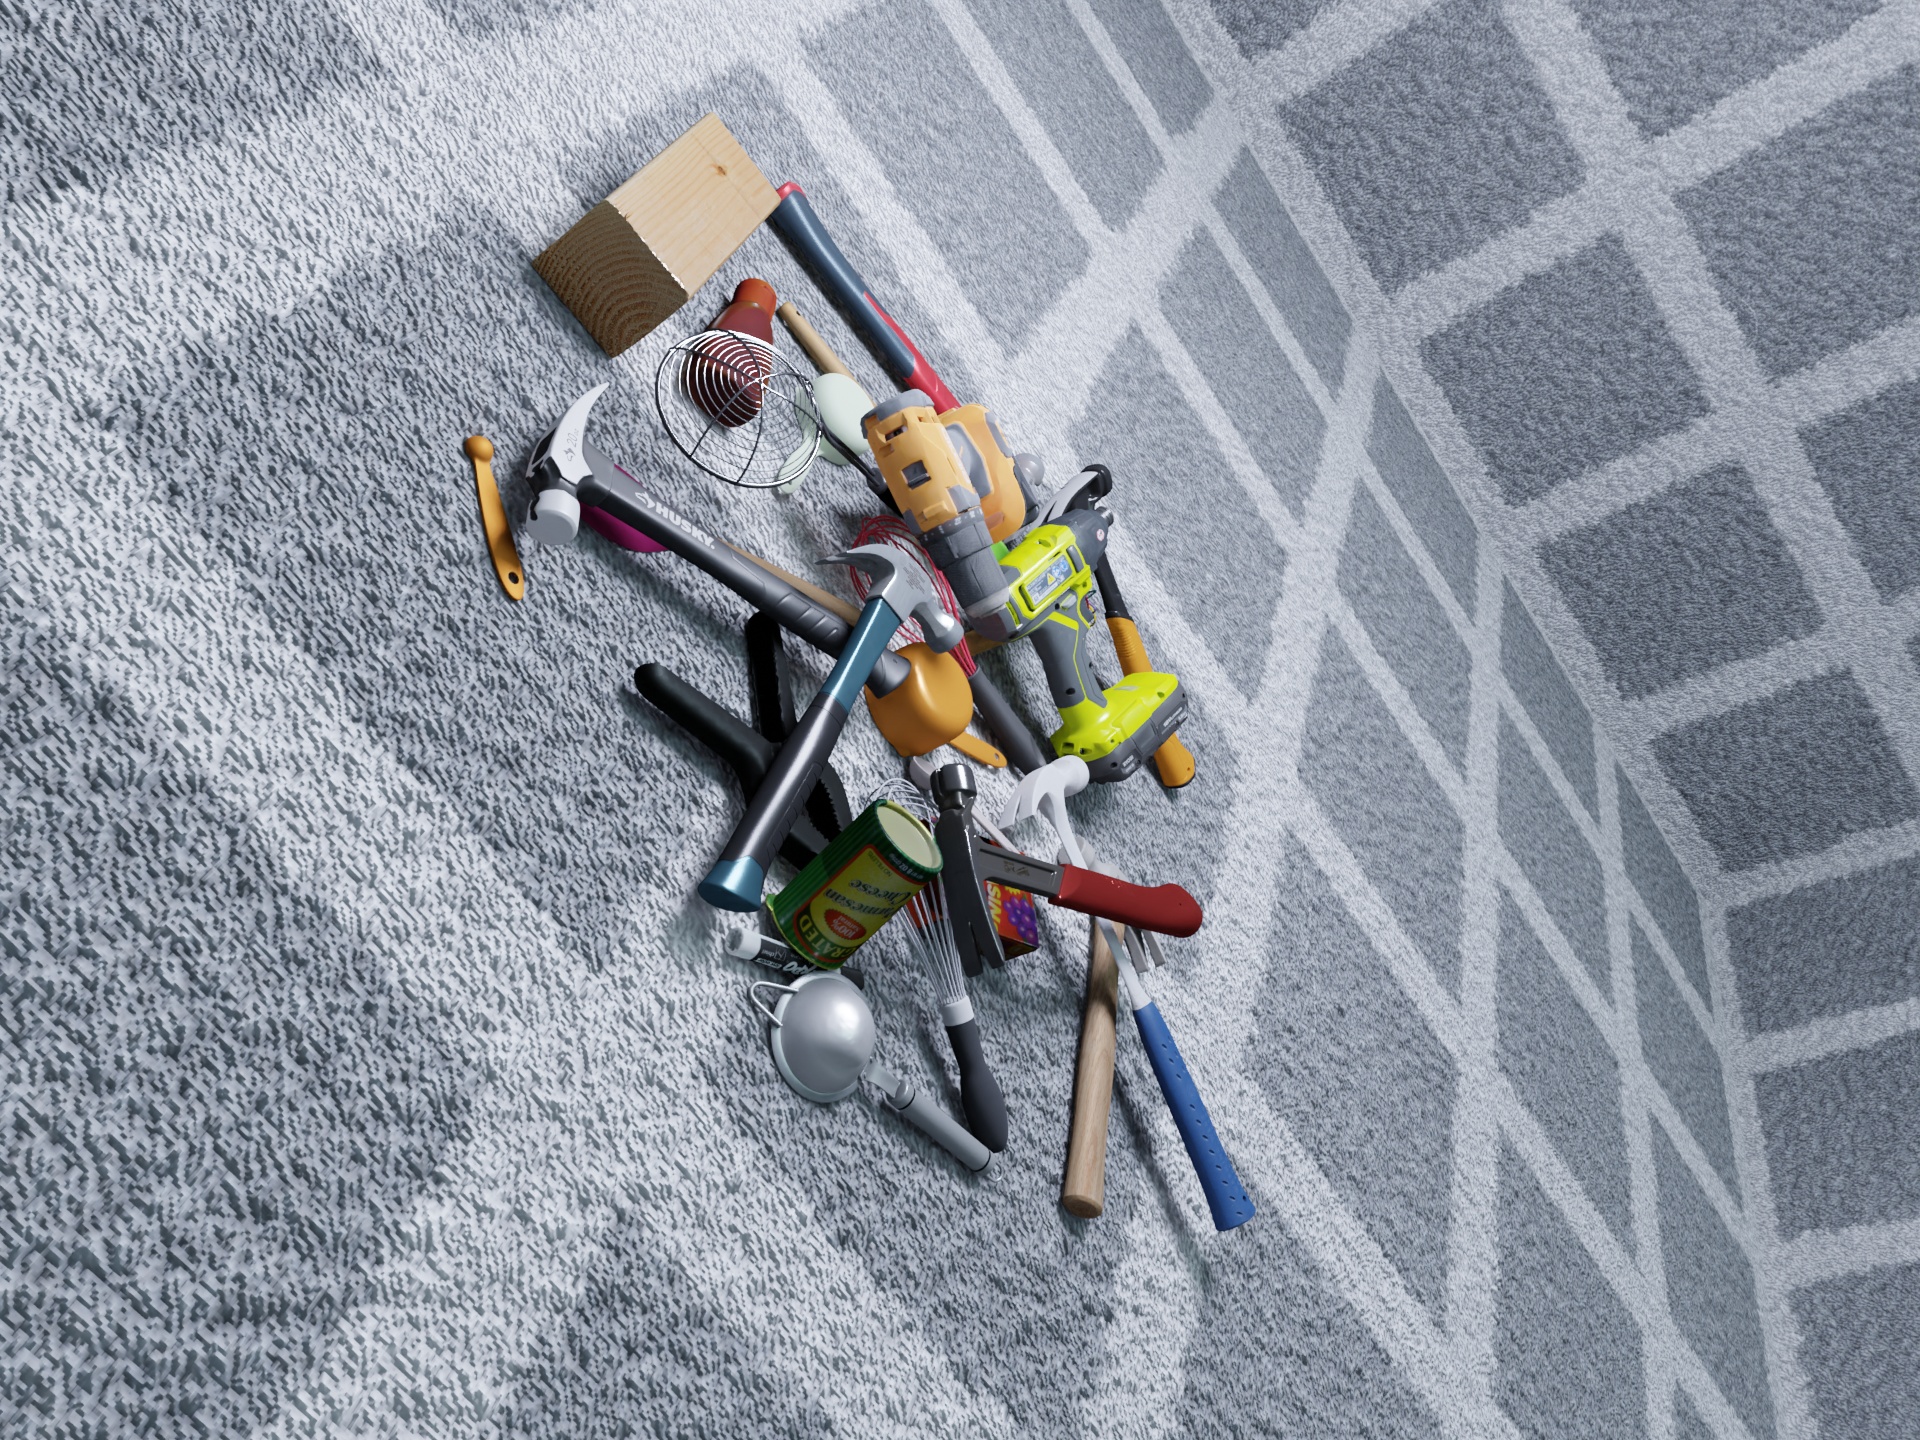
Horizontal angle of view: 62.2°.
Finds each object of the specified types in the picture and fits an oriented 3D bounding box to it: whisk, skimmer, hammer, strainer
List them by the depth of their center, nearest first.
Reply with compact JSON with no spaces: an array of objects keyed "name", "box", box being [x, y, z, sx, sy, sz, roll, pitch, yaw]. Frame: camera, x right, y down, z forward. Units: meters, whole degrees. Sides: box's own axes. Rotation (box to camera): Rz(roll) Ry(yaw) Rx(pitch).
[{"name":"strainer","box":[-0.044,0.250,1.085,0.258,0.050,0.087,47,51,-31]},{"name":"hammer","box":[-0.094,0.001,1.103,0.128,0.033,0.331,51,44,-28]},{"name":"hammer","box":[-0.159,-0.109,1.132,0.334,0.035,0.146,33,38,-36]},{"name":"whisk","box":[-0.011,0.178,1.147,0.070,0.070,0.284,-26,101,-59]},{"name":"hammer","box":[0.096,0.139,1.219,0.358,0.036,0.149,23,49,-53]},{"name":"skimmer","box":[-0.115,-0.202,1.269,0.363,0.090,0.127,30,45,-68]},{"name":"hammer","box":[0.142,0.227,1.311,0.144,0.035,0.405,-19,84,-63]},{"name":"hammer","box":[0.117,0.257,1.323,0.130,0.031,0.332,44,37,-29]},{"name":"whisk","box":[-0.004,-0.054,1.349,0.295,0.073,0.073,54,32,-28]},{"name":"whisk","box":[0.066,-0.090,1.491,0.245,0.051,0.047,-24,94,-56]},{"name":"hammer","box":[-0.054,-0.331,1.491,0.386,0.038,0.143,48,36,-24]},{"name":"hammer","box":[0.160,-0.075,1.555,0.127,0.034,0.336,-48,123,-45]}]

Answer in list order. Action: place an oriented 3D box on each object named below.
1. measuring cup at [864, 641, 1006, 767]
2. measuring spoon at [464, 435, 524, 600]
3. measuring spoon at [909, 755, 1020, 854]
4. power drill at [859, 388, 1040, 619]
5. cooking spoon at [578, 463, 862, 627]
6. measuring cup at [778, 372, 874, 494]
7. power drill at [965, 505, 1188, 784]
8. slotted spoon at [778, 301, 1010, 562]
[{"name":"measuring cup","box":[-0.002,-0.004,1.314,0.173,0.052,0.095,30,45,-40]},{"name":"measuring spoon","box":[-0.294,-0.131,1.014,0.021,0.011,0.117,3,66,-55]},{"name":"measuring spoon","box":[0.003,0.074,1.258,0.124,0.018,0.034,43,11,17]},{"name":"power drill","box":[0.003,-0.180,1.322,0.185,0.084,0.226,63,16,-3]},{"name":"cooking spoon","box":[-0.169,-0.122,1.186,0.318,0.017,0.069,25,48,-45]},{"name":"measuring cup","box":[-0.113,-0.237,1.332,0.083,0.038,0.168,51,32,-20]},{"name":"power drill","box":[0.114,-0.070,1.434,0.171,0.080,0.223,-42,117,-28]},{"name":"slotted spoon","box":[-0.059,-0.249,1.435,0.313,0.031,0.070,50,29,-19]}]
